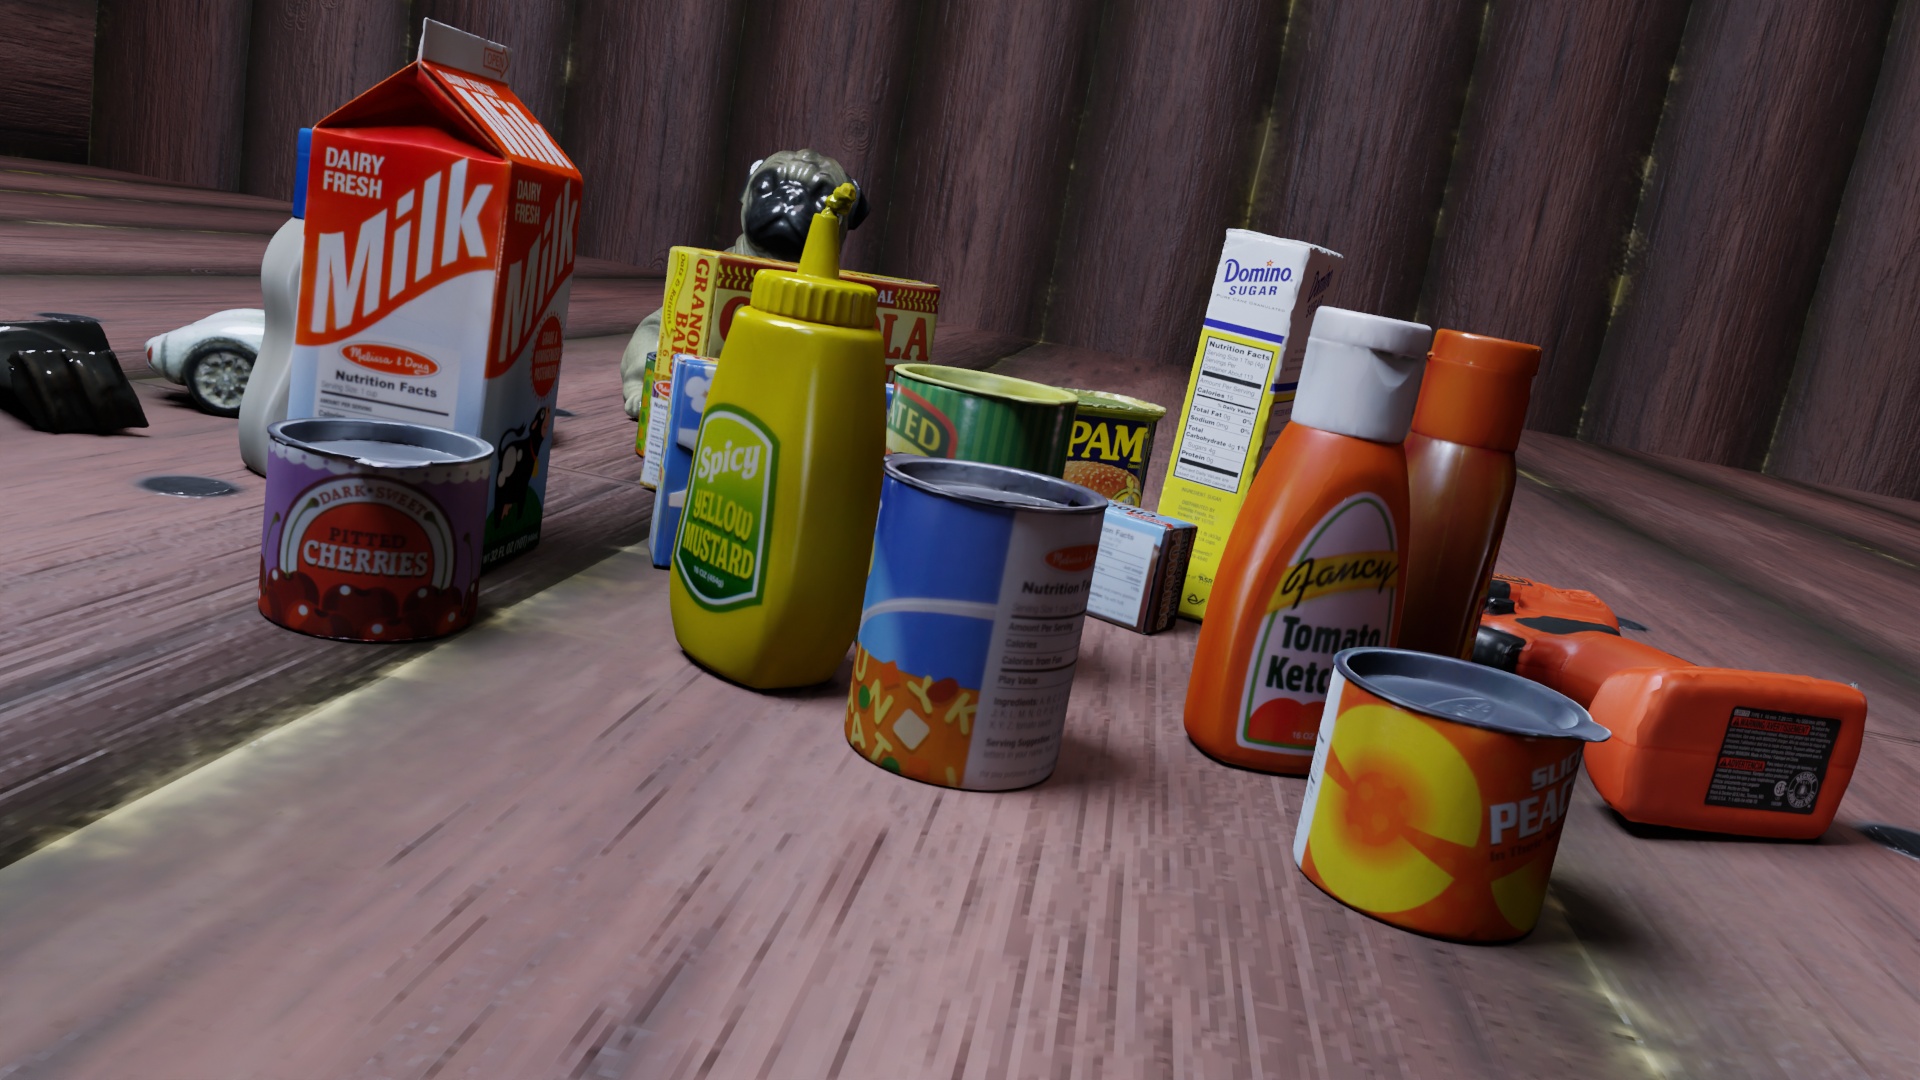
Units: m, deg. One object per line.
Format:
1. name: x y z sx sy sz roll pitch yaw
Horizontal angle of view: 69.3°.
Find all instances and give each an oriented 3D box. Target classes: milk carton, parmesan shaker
1. milk carton: -0.191 -0.089 0.512 0.073 0.190 0.072 11 11 3
2. parmesan shaker: 0.002 -0.006 0.498 0.071 0.102 0.071 10 11 -2

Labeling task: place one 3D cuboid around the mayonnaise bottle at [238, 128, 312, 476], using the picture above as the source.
1. mayonnaise bottle: -0.274 -0.101 0.605 0.041 0.147 0.065 19 14 38

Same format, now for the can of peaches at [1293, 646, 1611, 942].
1. can of peaches: 0.129 0.067 0.371 0.071 0.058 0.071 10 12 -2

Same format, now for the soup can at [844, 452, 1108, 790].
1. soup can: 0.002 0.022 0.412 0.071 0.083 0.071 10 11 -2

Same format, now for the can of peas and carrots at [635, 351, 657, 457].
1. can of peas and carrots: -0.153 -0.075 0.802 0.071 0.058 0.071 10 12 -2

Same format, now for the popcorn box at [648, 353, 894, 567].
1. popcorn box: -0.063 -0.028 0.589 0.127 0.085 0.038 6 12 -20

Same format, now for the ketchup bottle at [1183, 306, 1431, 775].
1. ketchup bottle: 0.117 0.000 0.453 0.065 0.148 0.043 6 12 -18

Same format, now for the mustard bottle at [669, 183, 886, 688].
1. mustard bottle: -0.055 -0.035 0.446 0.065 0.159 0.049 20 15 40

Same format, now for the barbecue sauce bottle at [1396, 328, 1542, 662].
1. barbecue sauce bottle: 0.173 0.000 0.502 0.044 0.148 0.065 13 12 13

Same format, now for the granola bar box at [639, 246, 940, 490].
1. granola bar box: -0.086 -0.085 0.746 0.039 0.124 0.166 19 14 38

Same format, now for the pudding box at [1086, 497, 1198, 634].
1. pudding box: 0.059 0.005 0.621 0.084 0.049 0.030 18 14 34

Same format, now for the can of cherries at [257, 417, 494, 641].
1. can of cherries: -0.185 -0.004 0.440 0.071 0.058 0.071 10 12 -2
